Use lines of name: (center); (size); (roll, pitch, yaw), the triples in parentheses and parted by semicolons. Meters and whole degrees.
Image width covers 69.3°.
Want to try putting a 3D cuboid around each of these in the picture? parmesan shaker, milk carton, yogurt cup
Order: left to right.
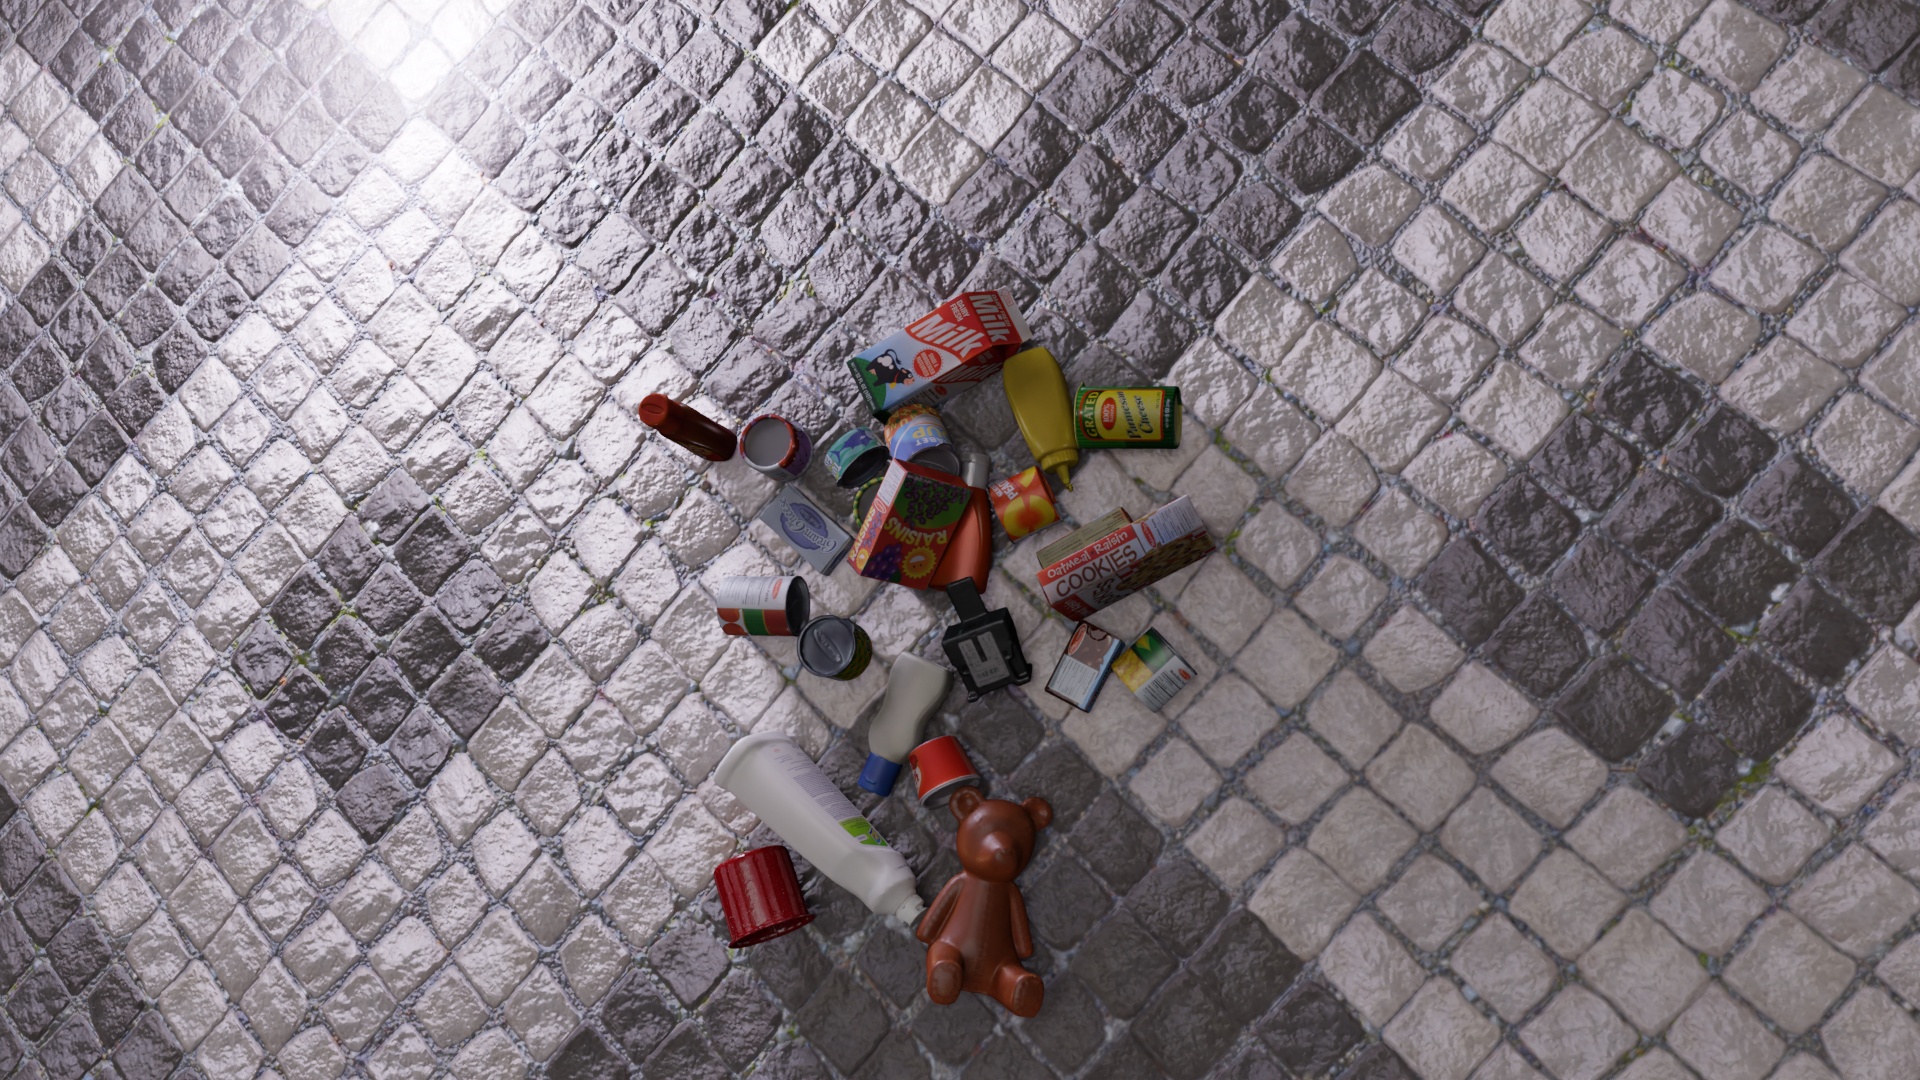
yogurt cup: (-0.019, 0.236, 1.428); (0.072, 0.072, 0.054); (-29, 65, 9)
milk carton: (-0.018, -0.202, 1.508); (0.190, 0.073, 0.072); (-28, 73, 9)
parmesan shaker: (0.175, -0.131, 1.442); (0.103, 0.071, 0.071); (1, 80, 16)

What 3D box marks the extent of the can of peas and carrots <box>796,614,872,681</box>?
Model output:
can of peas and carrots: (-0.132, 0.114, 1.486); (0.071, 0.058, 0.071); (-3, 78, 15)

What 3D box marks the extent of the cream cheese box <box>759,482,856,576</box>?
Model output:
cream cheese box: (-0.169, -0.013, 1.540); (0.104, 0.024, 0.053); (41, 93, 19)

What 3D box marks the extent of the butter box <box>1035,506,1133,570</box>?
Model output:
butter box: (0.130, 0.002, 1.436); (0.103, 0.053, 0.024); (-30, 76, 9)

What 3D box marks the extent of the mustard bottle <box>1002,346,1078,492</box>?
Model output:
mustard bottle: (0.092, -0.123, 1.474); (0.065, 0.049, 0.160); (-19, 75, 12)

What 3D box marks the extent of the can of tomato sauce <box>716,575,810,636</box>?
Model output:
can of tomato sauce: (-0.214, 0.073, 1.516); (0.083, 0.071, 0.071); (0, 79, 17)

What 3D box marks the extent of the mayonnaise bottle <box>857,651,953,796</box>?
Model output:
mayonnaise bottle: (-0.063, 0.194, 1.461); (0.065, 0.041, 0.148); (23, 87, 20)

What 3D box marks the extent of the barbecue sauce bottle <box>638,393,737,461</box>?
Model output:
barbecue sauce bottle: (-0.305, -0.126, 1.536); (0.065, 0.148, 0.043); (16, 84, 18)

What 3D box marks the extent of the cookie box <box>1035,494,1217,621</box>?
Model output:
cookie box: (0.168, 0.022, 1.384); (0.167, 0.123, 0.040); (-28, 73, 9)

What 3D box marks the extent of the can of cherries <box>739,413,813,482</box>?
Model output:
can of cherries: (-0.205, -0.106, 1.551); (0.071, 0.058, 0.071); (-3, 79, 16)

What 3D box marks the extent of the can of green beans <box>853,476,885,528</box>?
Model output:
can of green beans: (-0.076, -0.031, 1.499); (0.071, 0.058, 0.071); (-3, 79, 16)

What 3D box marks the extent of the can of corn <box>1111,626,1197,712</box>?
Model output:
can of corn: (0.192, 0.128, 1.388); (0.058, 0.071, 0.071); (-44, 71, 5)

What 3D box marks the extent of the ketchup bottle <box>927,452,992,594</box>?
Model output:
ketchup bottle: (0.005, -0.019, 1.480); (0.065, 0.043, 0.149); (3, 80, 27)

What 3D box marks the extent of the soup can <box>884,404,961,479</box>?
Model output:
soup can: (-0.040, -0.099, 1.480); (0.071, 0.071, 0.084); (-31, 42, 8)

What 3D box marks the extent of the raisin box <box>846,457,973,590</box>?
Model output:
raisin box: (-0.053, -0.016, 1.440); (0.040, 0.086, 0.123); (45, 115, 51)

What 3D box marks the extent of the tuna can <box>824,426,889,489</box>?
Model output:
tuna can: (-0.115, -0.089, 1.517); (0.071, 0.071, 0.033); (-43, 70, 5)

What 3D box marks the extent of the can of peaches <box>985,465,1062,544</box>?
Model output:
can of peaches: (0.067, -0.040, 1.454); (0.058, 0.071, 0.071); (-25, 74, 10)

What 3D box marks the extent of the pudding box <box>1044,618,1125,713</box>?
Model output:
pudding box: (0.128, 0.129, 1.424); (0.050, 0.030, 0.083); (26, 87, 20)
